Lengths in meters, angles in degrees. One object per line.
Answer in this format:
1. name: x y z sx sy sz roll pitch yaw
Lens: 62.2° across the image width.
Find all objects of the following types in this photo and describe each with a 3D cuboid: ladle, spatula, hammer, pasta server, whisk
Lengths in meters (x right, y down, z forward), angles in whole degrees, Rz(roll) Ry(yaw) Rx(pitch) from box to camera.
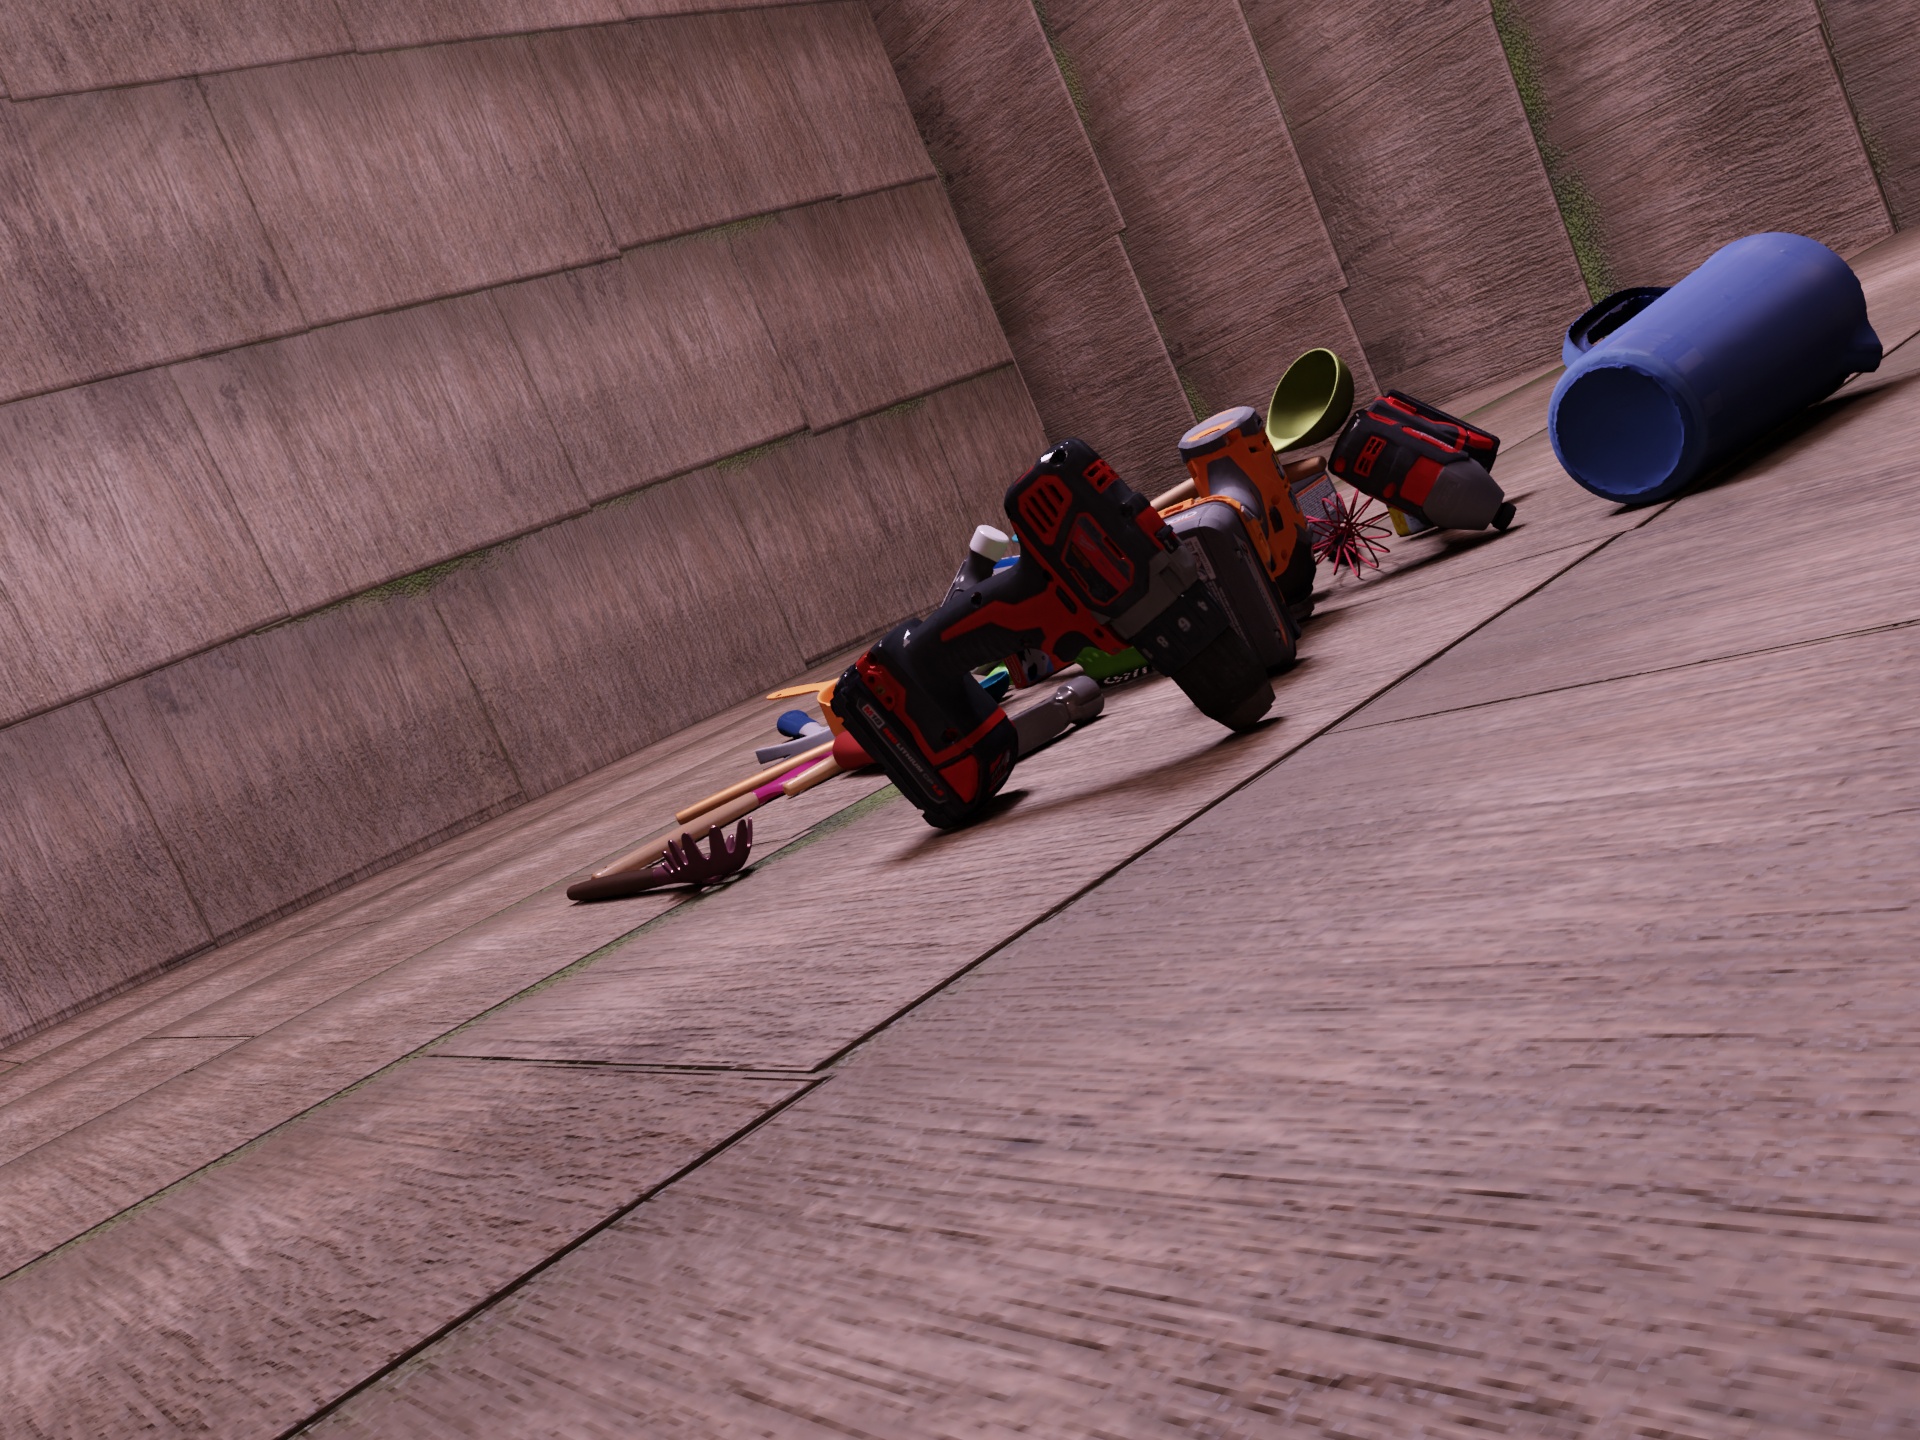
1. ladle: 0.163 -0.181 1.206 0.320 0.062 0.078 -32 27 -8
2. spatula: 0.173 -0.183 1.323 0.082 0.044 0.317 -35 14 -36
3. hammer: -0.020 -0.054 1.309 0.335 0.035 0.146 -70 6 -68
4. hammer: -0.033 0.021 1.264 0.149 0.036 0.359 -26 8 -24
5. pasta server: -0.244 0.115 1.229 0.060 0.040 0.316 -13 -2 -35
6. hammer: -0.178 0.013 1.829 0.144 0.035 0.405 -24 7 -10
7. whisk: 0.329 -0.156 1.366 0.073 0.073 0.296 -22 0 12
8. spatula: -0.139 0.023 1.592 0.322 0.041 0.081 -25 7 -6

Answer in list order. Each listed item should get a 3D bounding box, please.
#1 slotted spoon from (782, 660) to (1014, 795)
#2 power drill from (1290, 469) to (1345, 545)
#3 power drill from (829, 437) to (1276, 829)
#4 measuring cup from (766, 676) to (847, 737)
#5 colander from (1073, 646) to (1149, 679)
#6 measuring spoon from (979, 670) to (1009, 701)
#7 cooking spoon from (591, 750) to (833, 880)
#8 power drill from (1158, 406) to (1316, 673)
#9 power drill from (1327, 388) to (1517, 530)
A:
1. slotted spoon: -0.037 -0.003 1.513 0.314 0.031 0.070 -29 6 -28
2. power drill: 0.269 -0.180 1.670 0.226 0.084 0.185 -23 7 41
3. power drill: 0.053 -0.028 0.921 0.226 0.188 0.080 -41 0 34
4. measuring cup: -0.114 -0.010 1.494 0.174 0.052 0.095 -6 24 41
5. colander: 0.110 -0.089 1.383 0.204 0.094 0.397 -24 6 -22
6. measuring spoon: -0.002 -0.005 1.477 0.128 0.021 0.042 -36 12 -23
7. cooking spoon: -0.208 0.082 1.452 0.069 0.017 0.319 -18 8 45
8. power drill: 0.194 -0.108 1.095 0.084 0.164 0.227 -20 20 28
9. power drill: 0.374 -0.203 1.277 0.078 0.143 0.220 -66 -10 20
